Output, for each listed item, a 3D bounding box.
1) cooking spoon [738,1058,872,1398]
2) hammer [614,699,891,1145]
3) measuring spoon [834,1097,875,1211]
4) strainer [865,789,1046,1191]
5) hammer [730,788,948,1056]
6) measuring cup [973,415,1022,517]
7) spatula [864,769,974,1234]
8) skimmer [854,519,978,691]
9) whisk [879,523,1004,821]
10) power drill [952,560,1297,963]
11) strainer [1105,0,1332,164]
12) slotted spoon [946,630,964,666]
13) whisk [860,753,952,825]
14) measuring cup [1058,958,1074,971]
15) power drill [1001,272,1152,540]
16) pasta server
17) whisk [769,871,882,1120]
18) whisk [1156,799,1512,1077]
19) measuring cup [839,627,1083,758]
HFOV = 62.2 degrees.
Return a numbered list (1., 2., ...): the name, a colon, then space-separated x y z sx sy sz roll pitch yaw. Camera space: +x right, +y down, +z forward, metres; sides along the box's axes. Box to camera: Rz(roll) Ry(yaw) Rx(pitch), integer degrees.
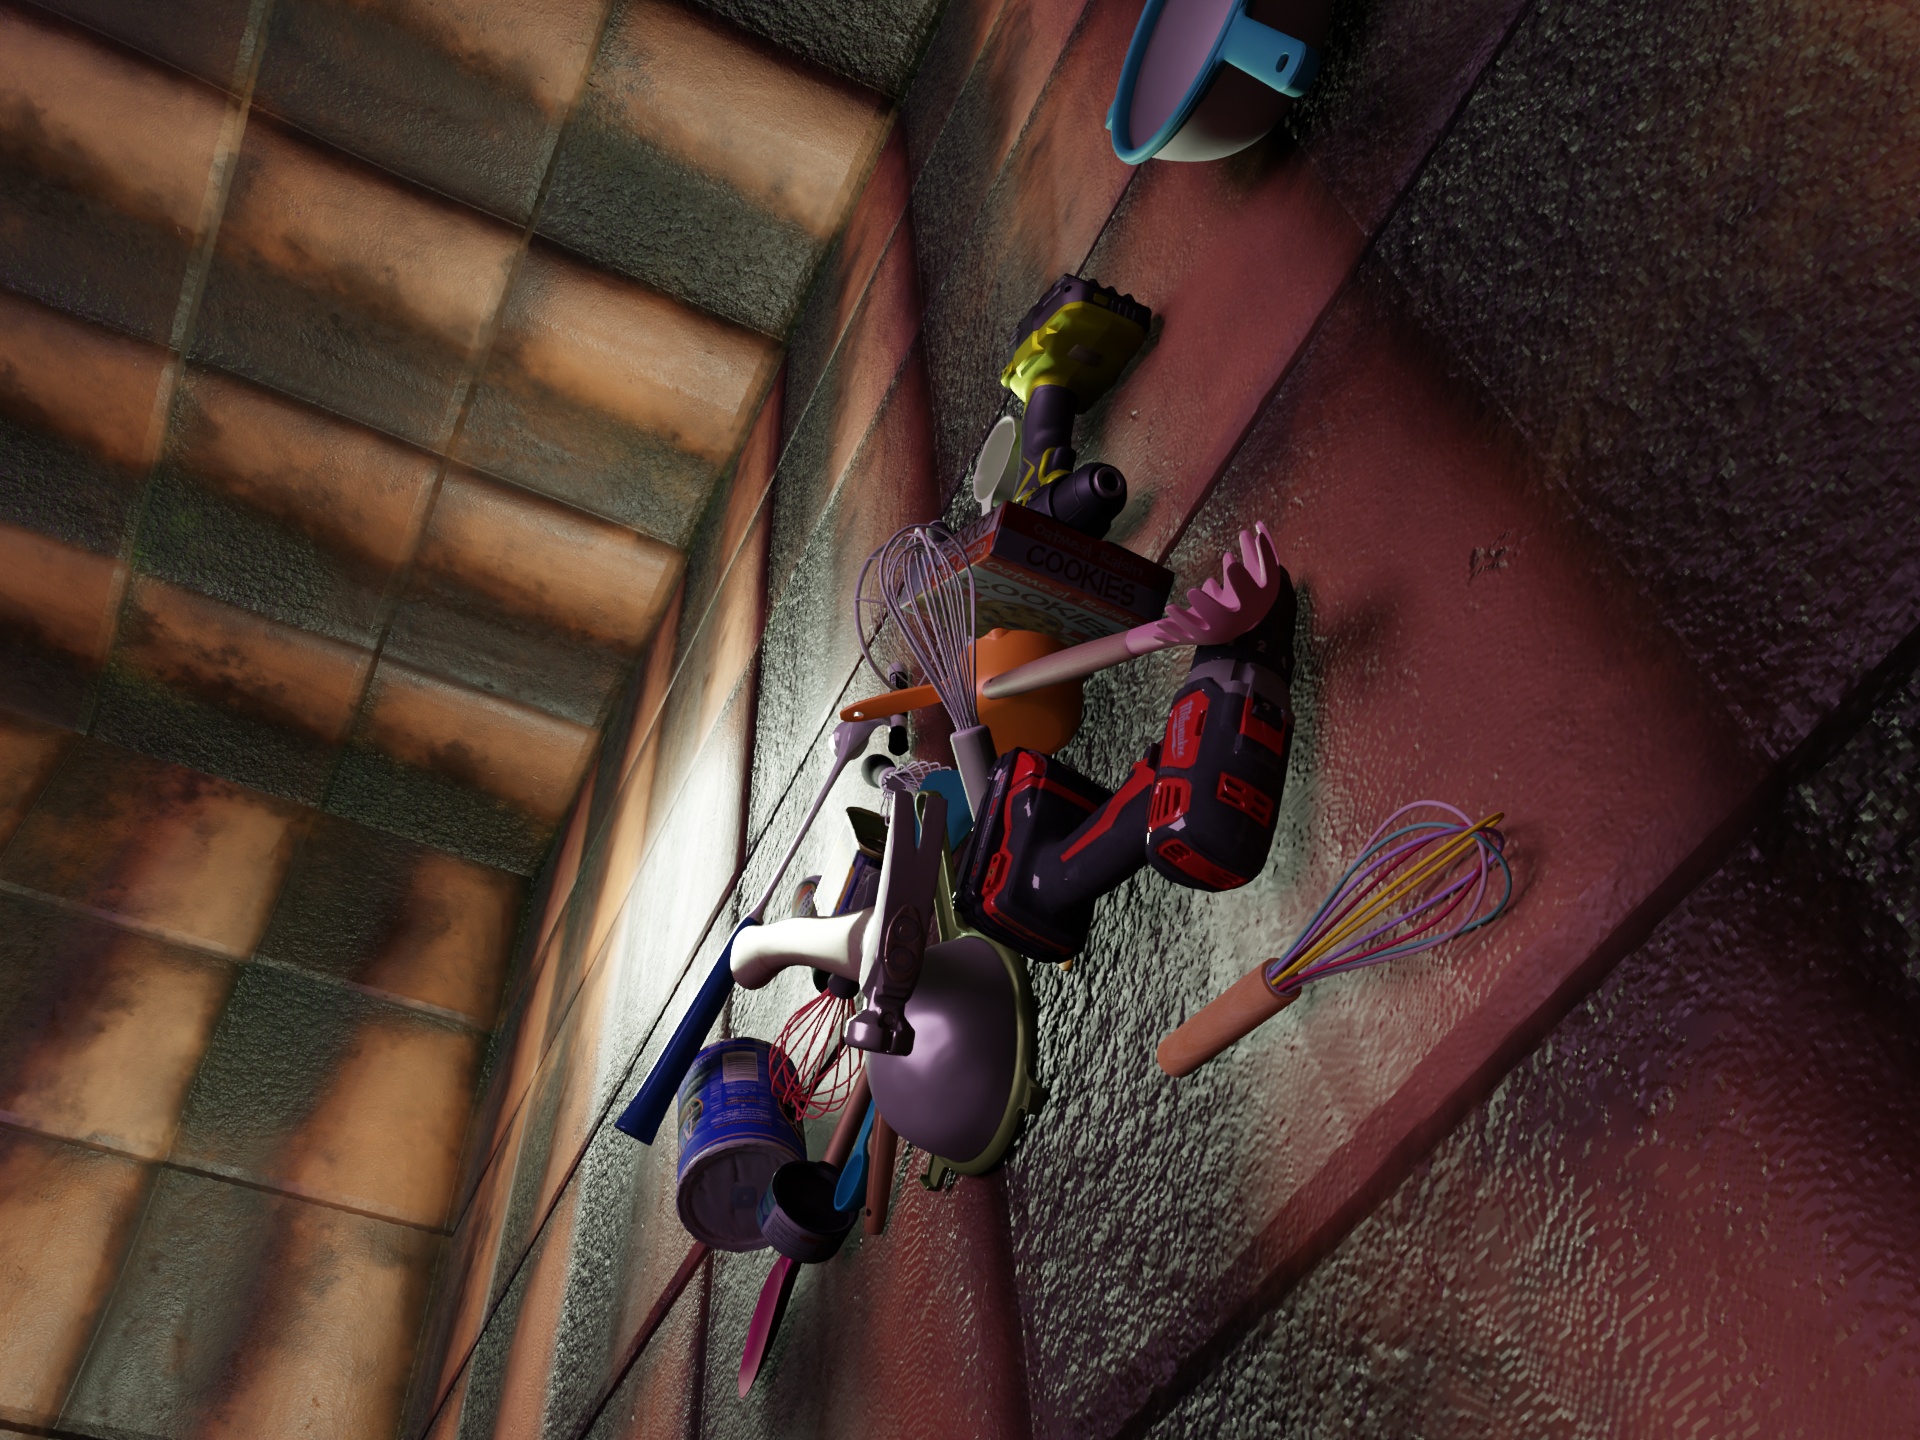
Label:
1. cooking spoon: -0.104 0.352 1.173 0.069 0.017 0.319 -138 70 -76
2. hammer: -0.165 0.155 1.306 0.406 0.035 0.144 -62 6 -21
3. measuring spoon: -0.056 0.287 1.121 0.042 0.021 0.129 -42 23 55
4. strainer: -0.024 0.153 0.991 0.151 0.069 0.257 -51 40 46
5. hammer: -0.095 0.139 1.062 0.410 0.038 0.146 157 125 -69
6. measuring cup: 0.039 -0.173 1.322 0.083 0.038 0.168 143 138 -59
7. spatula: -0.030 0.188 1.084 0.082 0.044 0.317 1 81 47
8. skimmer: -0.039 -0.116 1.349 0.090 0.127 0.363 -27 17 5
9. whisk: 0.004 -0.001 0.972 0.058 0.059 0.246 170 84 -72
10. power drill: 0.098 0.025 0.863 0.226 0.080 0.188 -37 29 52
11. strainer: 0.203 -0.441 1.050 0.341 0.095 0.211 -105 37 -58
12. slotted spoon: 0.010 -0.003 1.226 0.070 0.031 0.314 -59 19 20
13. whisk: -0.051 0.054 1.296 0.285 0.070 0.070 -160 91 -76
14. measuring cup: 0.046 0.102 0.998 0.062 0.029 0.157 -61 20 24
15. power drill: 0.078 -0.209 1.180 0.190 0.080 0.229 145 139 -62
16. pasta server: 0.078 -0.044 0.866 0.060 0.040 0.316 -44 11 -22
17. whisk: -0.087 0.201 1.141 0.295 0.073 0.073 111 167 -45
18. whisk: 0.153 0.102 0.685 0.047 0.051 0.245 -57 2 -41
19. measuring cup: -0.002 -0.003 1.065 0.173 0.095 0.052 -12 48 14
